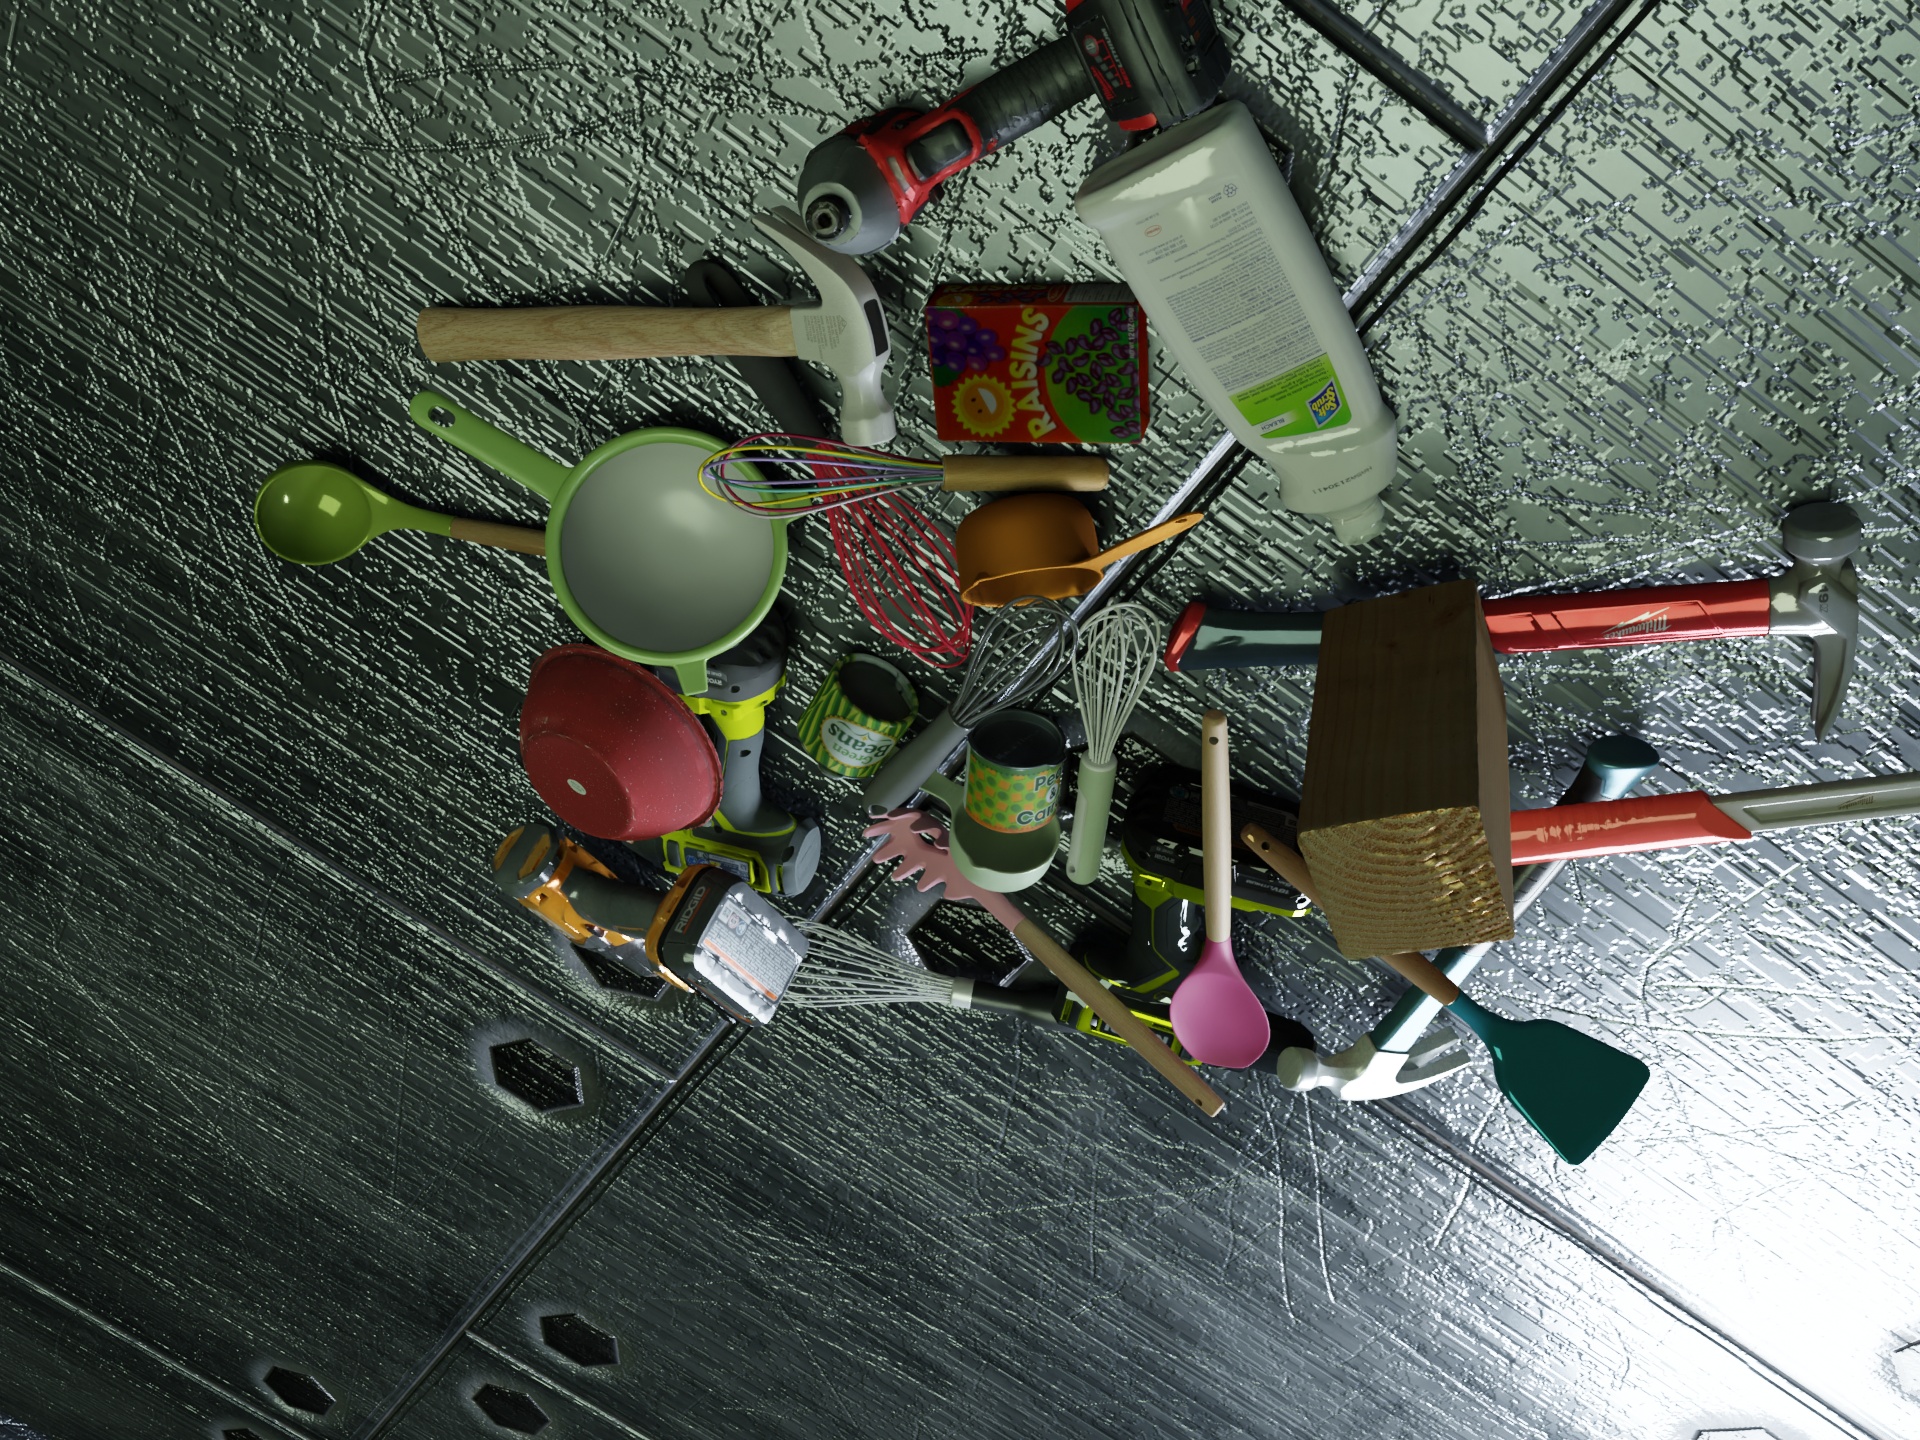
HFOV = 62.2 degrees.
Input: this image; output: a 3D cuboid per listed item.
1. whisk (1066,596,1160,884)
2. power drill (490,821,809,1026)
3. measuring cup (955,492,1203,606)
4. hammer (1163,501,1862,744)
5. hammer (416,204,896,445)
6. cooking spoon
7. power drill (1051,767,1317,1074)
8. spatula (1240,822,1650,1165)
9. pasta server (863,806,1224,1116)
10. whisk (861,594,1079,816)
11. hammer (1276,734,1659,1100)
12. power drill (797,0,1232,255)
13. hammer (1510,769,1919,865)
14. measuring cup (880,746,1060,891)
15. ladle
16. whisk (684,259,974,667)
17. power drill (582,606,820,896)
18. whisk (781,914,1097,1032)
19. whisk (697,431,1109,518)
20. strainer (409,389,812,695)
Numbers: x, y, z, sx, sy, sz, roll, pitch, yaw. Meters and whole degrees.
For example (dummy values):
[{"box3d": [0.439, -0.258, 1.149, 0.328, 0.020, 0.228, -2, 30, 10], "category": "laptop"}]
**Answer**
[{"box3d": [0.093, 0.020, 1.063, 0.059, 0.058, 0.246, -8, 131, -14], "category": "whisk"}, {"box3d": [-0.222, 0.159, 1.188, 0.226, 0.084, 0.185, 11, 152, 36], "category": "power drill"}, {"box3d": [0.069, -0.114, 0.937, 0.173, 0.095, 0.052, -19, 75, 43], "category": "measuring cup"}, {"box3d": [0.316, -0.043, 0.952, 0.386, 0.038, 0.143, -3, 124, 19], "category": "hammer"}, {"box3d": [-0.193, -0.234, 0.949, 0.331, 0.031, 0.130, 7, 120, 25], "category": "hammer"}, {"box3d": [0.166, 0.119, 1.022, 0.069, 0.017, 0.318, 6, 131, 17], "category": "cooking spoon"}, {"box3d": [0.176, 0.156, 1.112, 0.190, 0.080, 0.228, 16, 130, 7], "category": "power drill"}, {"box3d": [0.301, 0.163, 1.013, 0.317, 0.044, 0.082, 38, 92, -13], "category": "spatula"}, {"box3d": [0.056, 0.165, 1.111, 0.316, 0.040, 0.060, 42, 140, 19], "category": "pasta server"}, {"box3d": [-0.002, -0.003, 1.027, 0.055, 0.055, 0.239, 36, 131, -9], "category": "whisk"}, {"box3d": [0.343, 0.139, 1.051, 0.128, 0.033, 0.330, 11, 126, -25], "category": "hammer"}, {"box3d": [0.017, -0.304, 0.799, 0.219, 0.143, 0.078, -20, 113, 25], "category": "power drill"}, {"box3d": [0.416, 0.068, 0.946, 0.359, 0.037, 0.149, -8, 123, 15], "category": "hammer"}, {"box3d": [-0.008, 0.062, 1.119, 0.168, 0.083, 0.038, 30, 144, 16], "category": "measuring cup"}, {"box3d": [-0.327, -0.122, 1.089, 0.320, 0.062, 0.078, 11, 125, 7], "category": "ladle"}, {"box3d": [-0.079, -0.155, 0.988, 0.073, 0.073, 0.295, -25, 109, 30], "category": "whisk"}, {"box3d": [-0.192, 0.019, 1.133, 0.171, 0.080, 0.223, 12, 129, 15], "category": "power drill"}, {"box3d": [-0.030, 0.202, 1.226, 0.284, 0.070, 0.070, 10, 126, 4], "category": "whisk"}, {"box3d": [-0.033, -0.146, 0.948, 0.245, 0.051, 0.047, -1, 120, -8], "category": "whisk"}, {"box3d": [-0.233, -0.135, 1.024, 0.256, 0.069, 0.151, 30, 86, -3], "category": "strainer"}]
